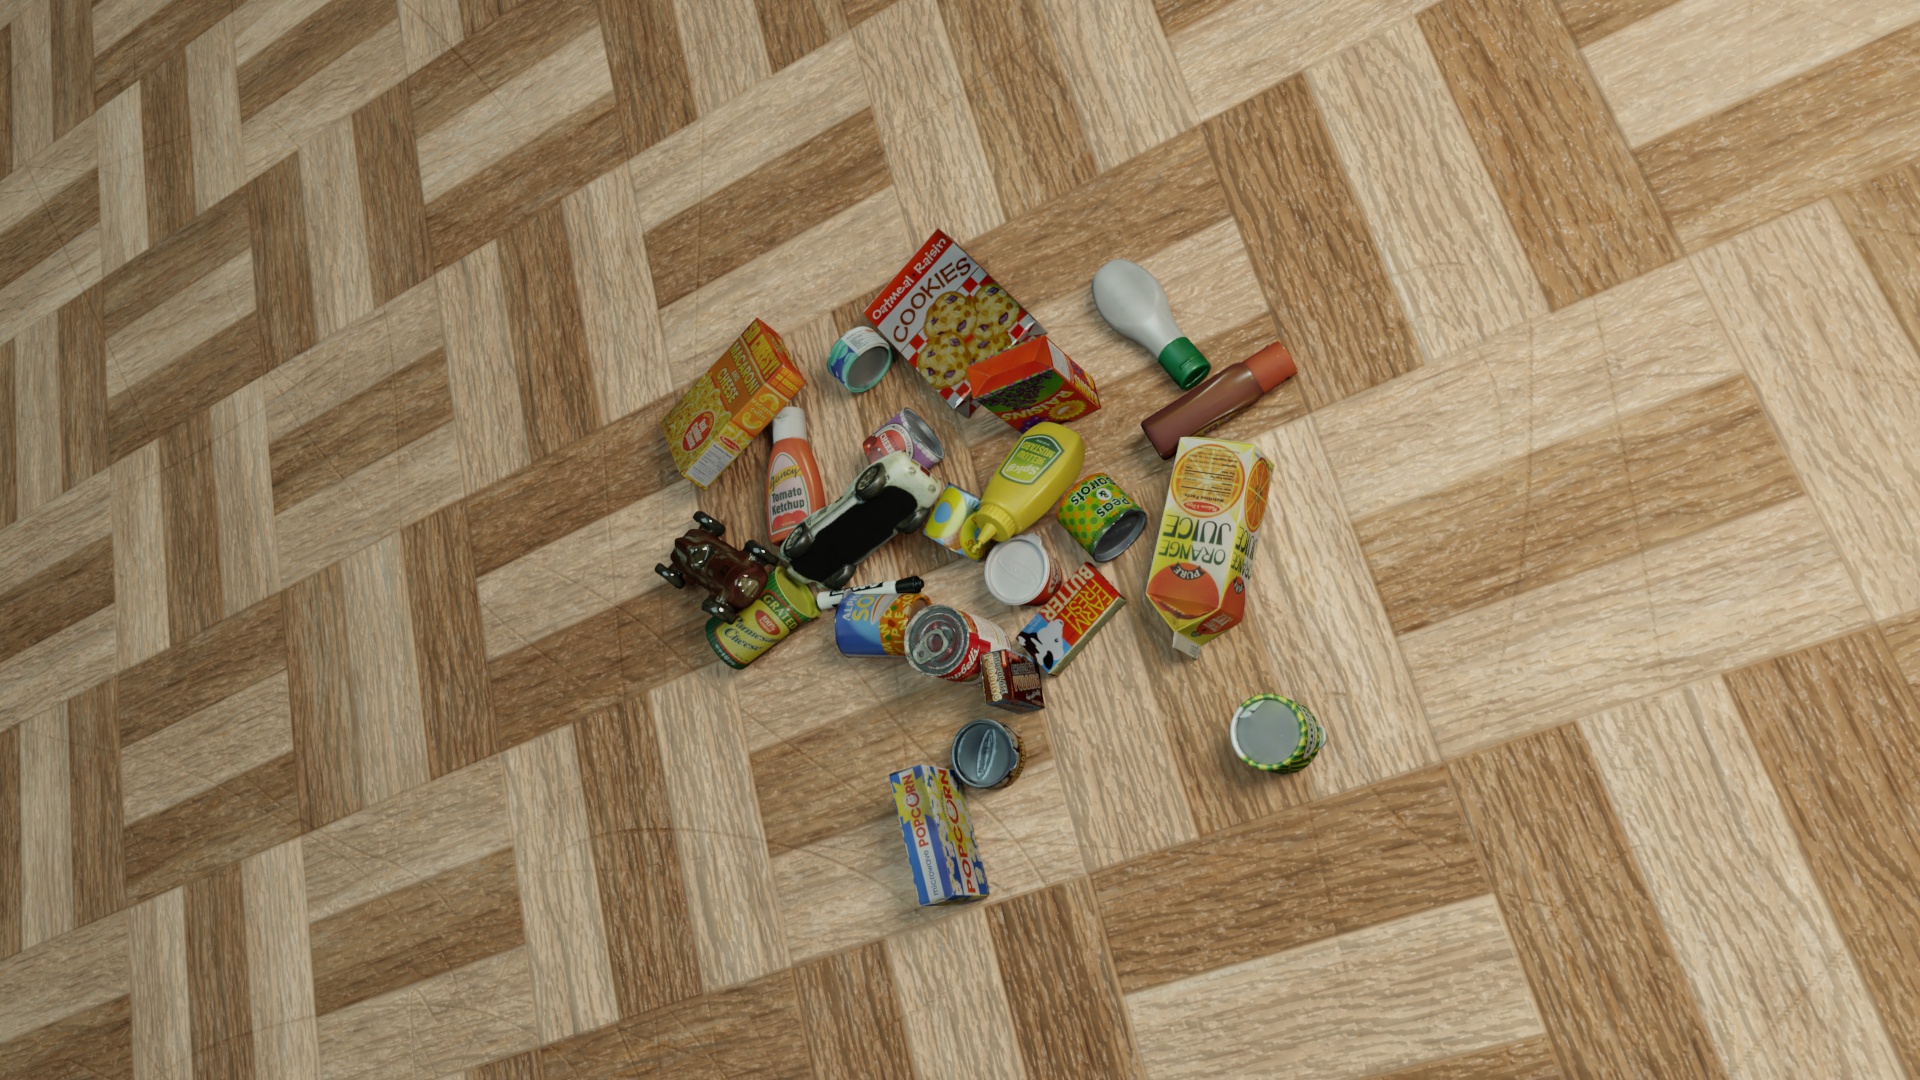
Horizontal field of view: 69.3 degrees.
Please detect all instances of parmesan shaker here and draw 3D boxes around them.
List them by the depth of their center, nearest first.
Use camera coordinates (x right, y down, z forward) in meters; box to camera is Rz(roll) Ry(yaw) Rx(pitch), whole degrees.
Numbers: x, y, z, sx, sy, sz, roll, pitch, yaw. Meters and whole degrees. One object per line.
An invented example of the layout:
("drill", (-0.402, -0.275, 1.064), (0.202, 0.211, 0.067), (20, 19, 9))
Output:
("parmesan shaker", (-0.208, 0.084, 1.465), (0.103, 0.071, 0.071), (-37, 64, 15))

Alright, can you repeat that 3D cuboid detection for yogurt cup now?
("yogurt cup", (0.064, 0.033, 1.345), (0.072, 0.054, 0.072), (-7, 75, 26))

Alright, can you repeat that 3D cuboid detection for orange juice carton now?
("orange juice carton", (0.224, 0.009, 1.260), (0.073, 0.072, 0.193), (9, 82, 29))

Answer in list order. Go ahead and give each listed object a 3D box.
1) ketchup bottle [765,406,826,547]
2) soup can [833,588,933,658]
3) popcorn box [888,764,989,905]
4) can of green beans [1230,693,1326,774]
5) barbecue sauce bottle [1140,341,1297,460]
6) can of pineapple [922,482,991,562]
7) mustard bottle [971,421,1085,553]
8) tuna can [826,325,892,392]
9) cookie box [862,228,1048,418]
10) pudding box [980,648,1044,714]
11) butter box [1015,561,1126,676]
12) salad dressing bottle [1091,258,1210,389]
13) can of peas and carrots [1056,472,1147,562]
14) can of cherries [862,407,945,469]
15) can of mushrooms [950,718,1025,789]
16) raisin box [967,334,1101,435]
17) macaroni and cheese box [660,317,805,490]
("ketchup bottle", (-0.180, -0.070, 1.500), (0.064, 0.043, 0.149), (-14, 71, 21))
("soup can", (-0.075, 0.083, 1.394), (0.084, 0.071, 0.071), (-2, 77, 26))
("popcorn box", (-0.019, 0.278, 1.309), (0.038, 0.085, 0.127), (-23, 68, 19))
("can of green beans", (0.273, 0.168, 1.204), (0.071, 0.058, 0.071), (-6, 75, 25))
("barbecue sauce bottle", (0.241, -0.131, 1.294), (0.148, 0.065, 0.043), (-33, 90, 7))
("can of pineapple", (0.005, -0.017, 1.380), (0.071, 0.071, 0.058), (29, 93, 29))
("mustard bottle", (0.058, -0.046, 1.333), (0.065, 0.048, 0.161), (20, 57, 31))
("tuna can", (-0.107, -0.190, 1.481), (0.033, 0.071, 0.071), (44, 99, 27))
("cookie box", (-0.008, -0.229, 1.454), (0.123, 0.040, 0.168), (-47, 63, 9))
("pudding box", (0.049, 0.133, 1.311), (0.030, 0.083, 0.050), (-15, 71, 20))
("butter box", (0.106, 0.075, 1.330), (0.103, 0.024, 0.053), (-49, 62, 9))
("salad dressing bottle", (0.185, -0.210, 1.350), (0.064, 0.044, 0.148), (-40, 65, 11))
("can of peas and carrots", (0.133, -0.023, 1.315), (0.071, 0.071, 0.059), (-47, 62, 10))
("can of cherries", (-0.060, -0.094, 1.428), (0.058, 0.071, 0.072), (-37, 64, 15))
("can of mushrooms", (0.029, 0.206, 1.332), (0.071, 0.033, 0.071), (-7, 74, 25))
("raisin box", (0.073, -0.147, 1.345), (0.086, 0.123, 0.040), (-20, 68, 21))
("macaroni and cheese box", (-0.253, -0.152, 1.535), (0.166, 0.040, 0.124), (-45, 39, 10))
